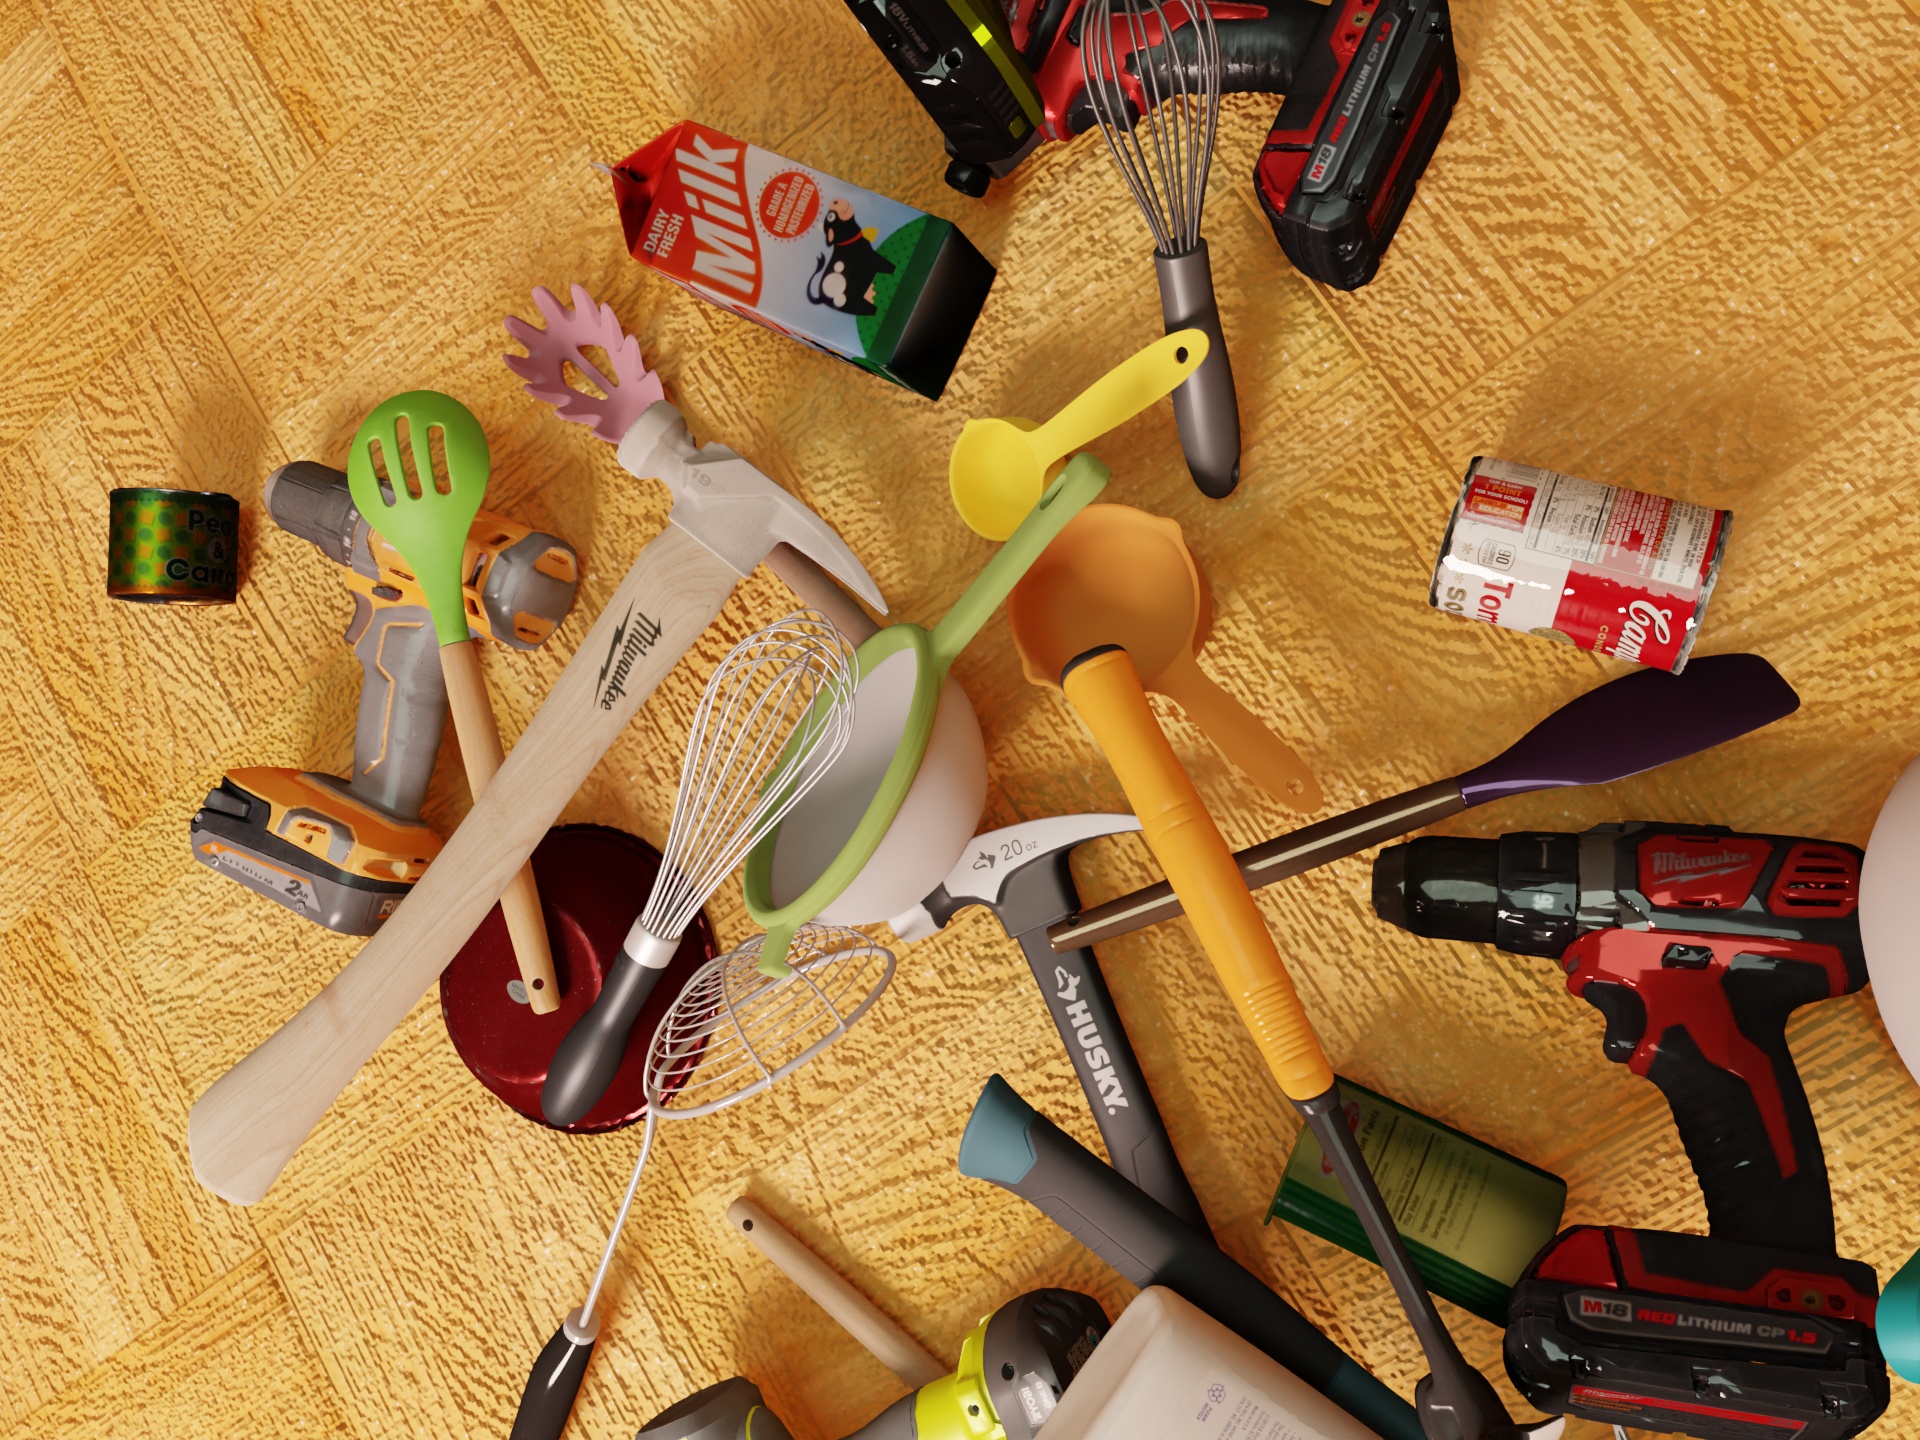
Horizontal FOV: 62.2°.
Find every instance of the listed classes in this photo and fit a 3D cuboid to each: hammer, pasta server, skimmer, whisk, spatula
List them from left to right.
[{"bbox_3d":[-0.205,0.056,0.738,0.146,0.038,0.410,37,88,-2],"label":"hammer"},{"bbox_3d":[-0.137,0.254,0.764,0.090,0.127,0.363,22,106,-1],"label":"skimmer"},{"bbox_3d":[-0.125,0.073,0.718,0.070,0.070,0.284,36,108,17],"label":"whisk"},{"bbox_3d":[-0.113,-0.105,0.793,0.060,0.040,0.316,-46,75,0],"label":"pasta server"},{"bbox_3d":[0.089,0.198,0.710,0.146,0.035,0.335,-26,79,17],"label":"hammer"},{"bbox_3d":[0.091,-0.196,0.661,0.055,0.055,0.238,-2,129,19],"label":"whisk"},{"bbox_3d":[0.119,0.112,0.602,0.034,0.127,0.337,-25,67,0],"label":"hammer"},{"bbox_3d":[0.134,0.258,0.644,0.331,0.033,0.128,37,109,3],"label":"hammer"},{"bbox_3d":[0.184,0.038,0.666,0.316,0.060,0.018,-22,122,10],"label":"spatula"}]

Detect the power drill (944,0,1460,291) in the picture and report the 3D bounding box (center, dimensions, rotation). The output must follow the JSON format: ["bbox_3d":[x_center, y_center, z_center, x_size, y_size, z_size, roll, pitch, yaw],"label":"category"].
[{"bbox_3d":[0.096,-0.280,0.713,0.220,0.078,0.143,27,95,21],"label":"power drill"}]

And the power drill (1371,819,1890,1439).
[{"bbox_3d":[0.246,0.139,0.601,0.188,0.080,0.227,2,58,19],"label":"power drill"}]

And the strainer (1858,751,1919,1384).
[{"bbox_3d":[0.338,0.104,0.518,0.095,0.340,0.211,-28,89,54],"label":"strainer"}]

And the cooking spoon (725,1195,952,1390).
[{"bbox_3d":[0.012,0.328,0.738,0.319,0.017,0.068,36,99,17],"label":"cooking spoon"}]

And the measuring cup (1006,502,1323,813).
[{"bbox_3d":[0.098,-0.022,0.710,0.174,0.052,0.095,45,101,14],"label":"measuring cup"}]

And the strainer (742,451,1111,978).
[{"bbox_3d":[-0.001,-0.002,0.700,0.069,0.152,0.256,31,112,-22],"label":"strainer"}]

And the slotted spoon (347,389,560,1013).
[{"bbox_3d":[-0.236,-0.012,0.770,0.070,0.031,0.314,-14,87,-2],"label":"slotted spoon"}]

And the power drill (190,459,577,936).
[{"bbox_3d":[-0.321,-0.021,0.840,0.185,0.084,0.226,22,90,18],"label":"power drill"}]

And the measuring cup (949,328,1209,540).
[{"bbox_3d":[0.057,-0.131,0.710,0.156,0.029,0.062,-28,83,42],"label":"measuring cup"}]

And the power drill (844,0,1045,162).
[{"bbox_3d":[0.056,-0.349,0.661,0.223,0.080,0.171,-37,70,12],"label":"power drill"}]

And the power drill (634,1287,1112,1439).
[{"bbox_3d":[-0.019,0.366,0.699,0.228,0.080,0.191,-29,80,18],"label":"power drill"}]
